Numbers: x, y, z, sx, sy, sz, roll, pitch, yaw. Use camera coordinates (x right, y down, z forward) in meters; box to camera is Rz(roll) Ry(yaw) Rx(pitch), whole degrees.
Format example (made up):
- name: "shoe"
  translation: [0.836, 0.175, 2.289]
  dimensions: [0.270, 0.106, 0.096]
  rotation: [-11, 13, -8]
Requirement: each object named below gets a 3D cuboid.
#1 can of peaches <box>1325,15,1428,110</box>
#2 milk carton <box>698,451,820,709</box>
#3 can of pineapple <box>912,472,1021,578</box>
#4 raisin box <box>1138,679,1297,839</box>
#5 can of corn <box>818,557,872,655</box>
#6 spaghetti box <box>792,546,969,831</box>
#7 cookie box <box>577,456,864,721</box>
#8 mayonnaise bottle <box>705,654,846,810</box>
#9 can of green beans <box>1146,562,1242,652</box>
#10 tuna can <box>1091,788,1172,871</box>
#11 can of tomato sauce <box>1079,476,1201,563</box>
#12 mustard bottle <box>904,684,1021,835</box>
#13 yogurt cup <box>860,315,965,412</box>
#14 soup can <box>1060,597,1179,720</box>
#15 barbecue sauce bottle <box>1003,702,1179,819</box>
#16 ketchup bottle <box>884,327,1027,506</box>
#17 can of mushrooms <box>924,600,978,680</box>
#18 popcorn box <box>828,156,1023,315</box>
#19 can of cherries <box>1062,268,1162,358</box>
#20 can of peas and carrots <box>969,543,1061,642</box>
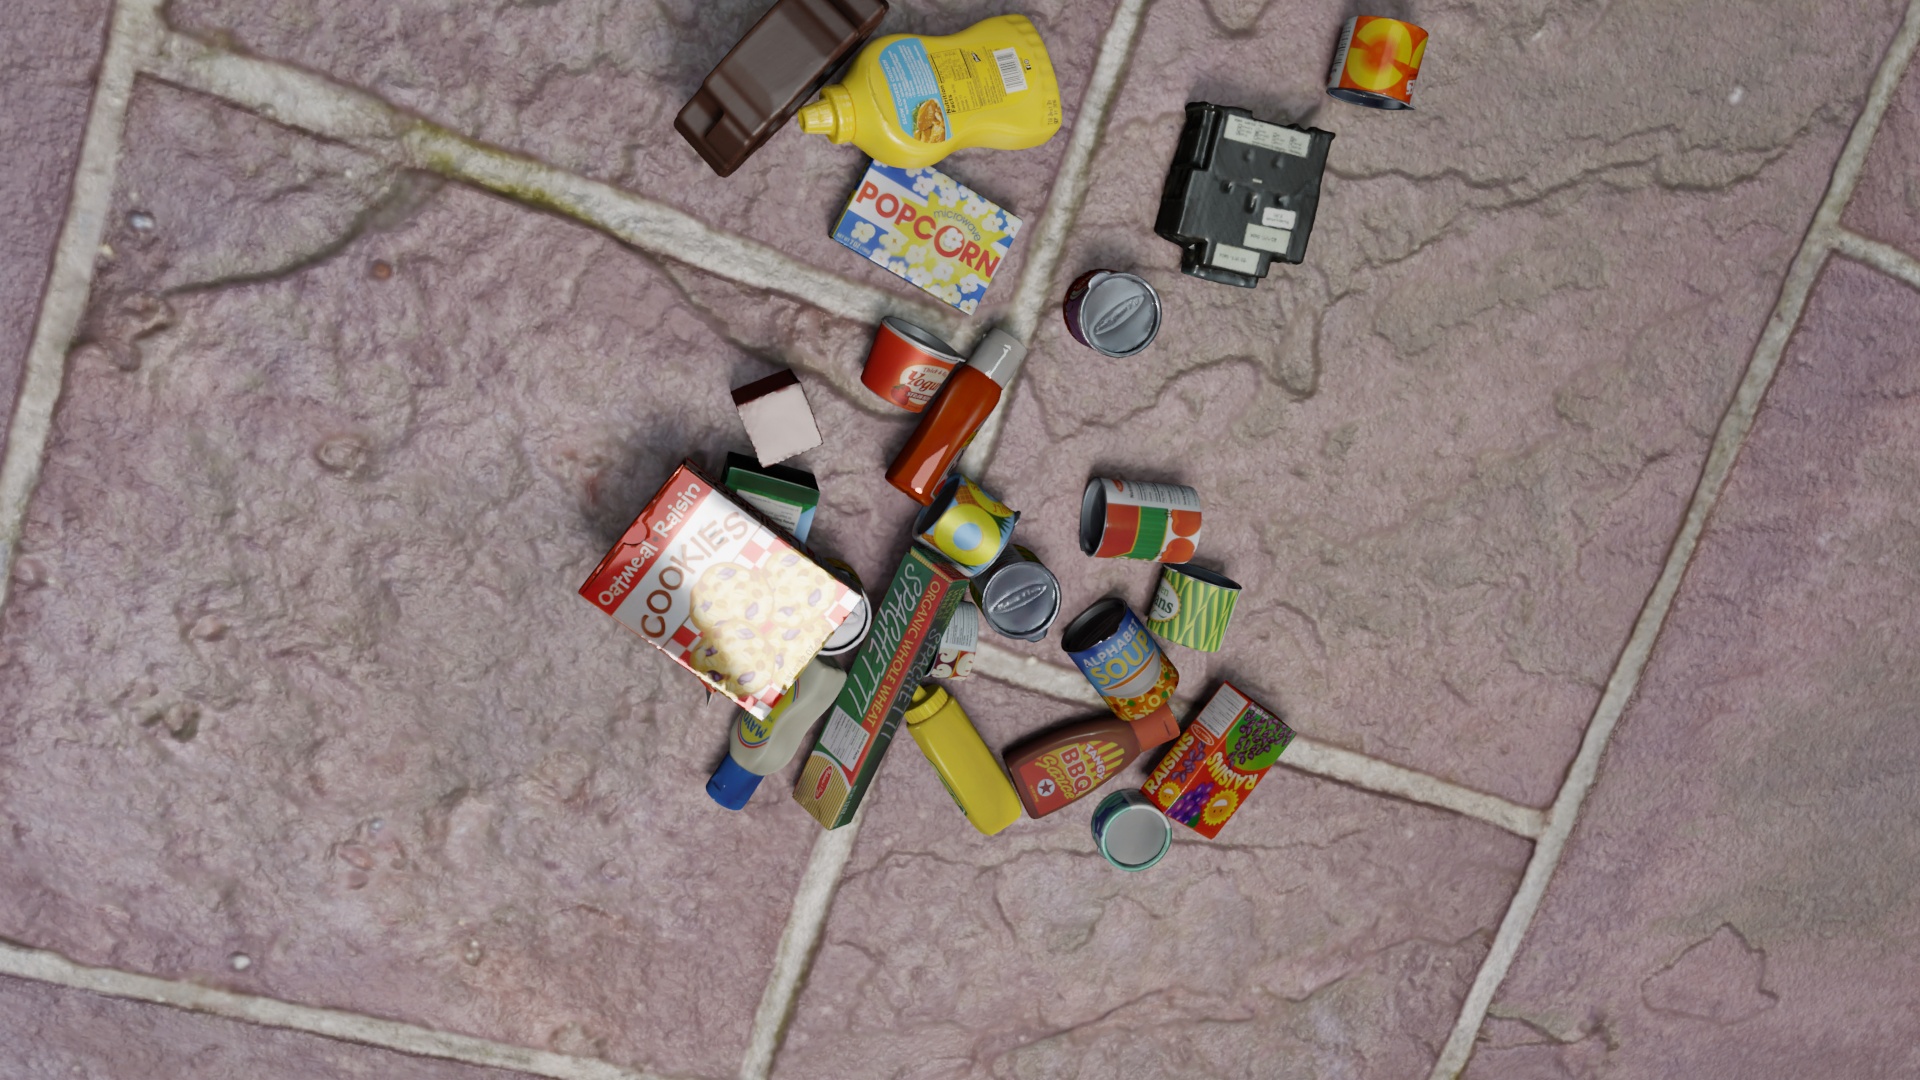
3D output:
- name: "can of peaches"
  translation: [0.330, -0.374, 1.091]
  dimensions: [0.071, 0.071, 0.058]
  rotation: [10, 101, -13]
- name: "milk carton"
  translation: [-0.173, 0.034, 1.090]
  dimensions: [0.073, 0.072, 0.190]
  rotation: [16, 99, -14]
- name: "can of pineapple"
  translation: [0.004, -0.014, 1.116]
  dimensions: [0.058, 0.071, 0.071]
  rotation: [36, 95, -17]
- name: "raisin box"
  translation: [0.224, 0.192, 1.210]
  dimensions: [0.086, 0.040, 0.123]
  rotation: [34, 95, -43]
- name: "can of corn"
  translation: [-0.107, 0.049, 1.113]
  dimensions: [0.071, 0.058, 0.071]
  rotation: [-3, 104, -10]
- name: "spaghetti box"
  translation: [-0.066, 0.121, 1.117]
  dimensions: [0.029, 0.050, 0.249]
  rotation: [-4, 126, -55]
- name: "cookie box"
  translation: [-0.175, 0.036, 1.030]
  dimensions: [0.167, 0.040, 0.123]
  rotation: [38, 94, -15]
- name: "mayonnaise bottle"
  translation: [-0.153, 0.150, 1.128]
  dimensions: [0.041, 0.065, 0.148]
  rotation: [25, 102, -49]
- name: "can of green beans"
  translation: [0.196, 0.055, 1.171]
  dimensions: [0.071, 0.071, 0.057]
  rotation: [15, 101, -14]
- name: "tuna can"
  translation: [0.150, 0.259, 1.230]
  dimensions: [0.071, 0.033, 0.071]
  rotation: [-3, 104, -11]
- name: "can of tomato sauce"
  translation: [0.147, -0.014, 1.145]
  dimensions: [0.083, 0.071, 0.071]
  rotation: [5, 103, -13]
- name: "mustard bottle"
  translation: [-0.008, 0.171, 1.163]
  dimensions: [0.049, 0.065, 0.160]
  rotation: [-34, 102, -7]
- name: "yogurt cup"
  translation: [-0.042, -0.136, 1.079]
  dimensions: [0.072, 0.072, 0.053]
  rotation: [25, 106, -16]
- name: "soup can"
  translation: [0.136, 0.101, 1.168]
  dimensions: [0.071, 0.071, 0.083]
  rotation: [-39, 108, 0]
- name: "barbecue sauce bottle"
  translation: [0.115, 0.182, 1.199]
  dimensions: [0.149, 0.044, 0.064]
  rotation: [-24, 107, -5]
- name: "ketchup bottle"
  translation: [-0.003, -0.099, 1.098]
  dimensions: [0.043, 0.064, 0.149]
  rotation: [34, 87, -4]
- name: "can of mushrooms"
  translation: [-0.010, 0.082, 1.139]
  dimensions: [0.033, 0.071, 0.071]
  rotation: [8, 102, -14]
- name: "popcorn box"
  translation: [-0.027, -0.240, 1.068]
  dimensions: [0.126, 0.038, 0.085]
  rotation: [27, 96, -16]
- name: "can of cherries"
  translation: [0.118, -0.184, 1.101]
  dimensions: [0.071, 0.058, 0.071]
  rotation: [-3, 105, -10]
- name: "can of peas and carrots"
  translation: [0.045, 0.043, 1.142]
  dimensions: [0.071, 0.059, 0.070]
  rotation: [-3, 105, -11]
